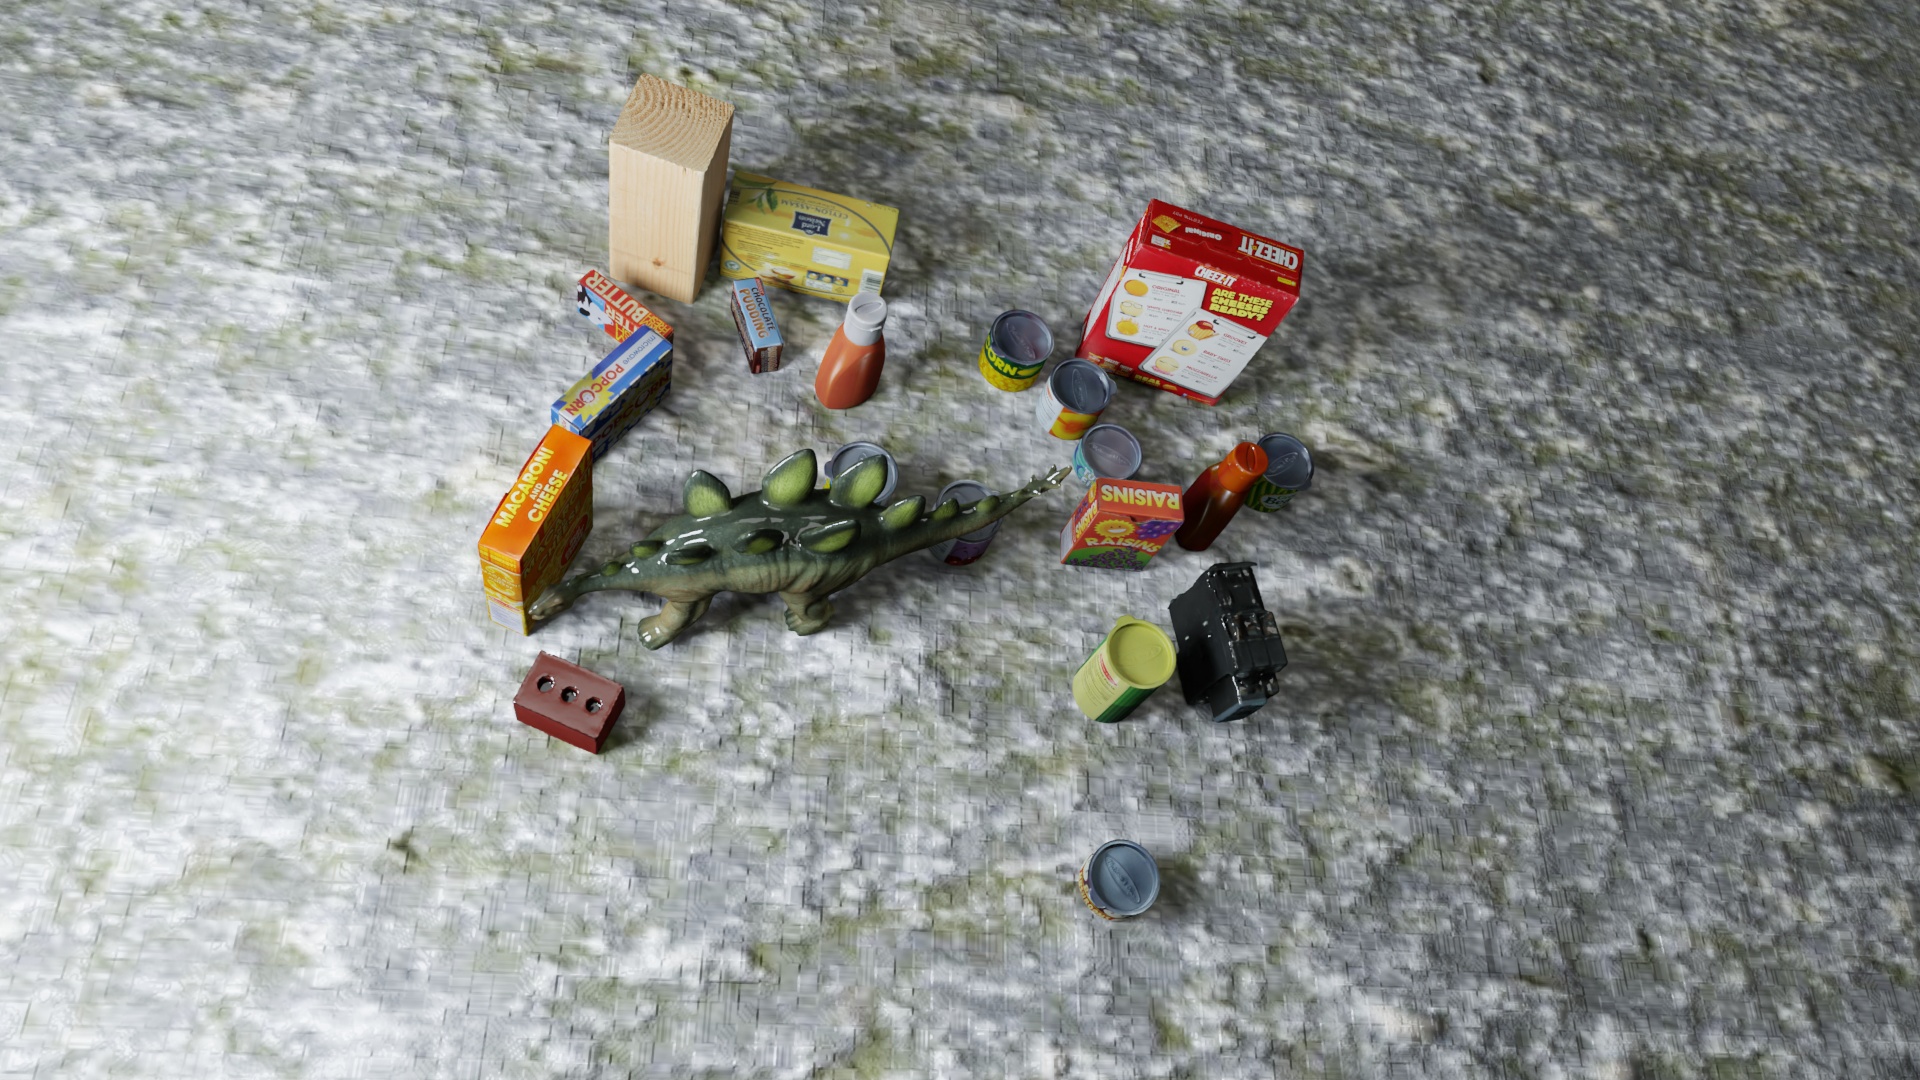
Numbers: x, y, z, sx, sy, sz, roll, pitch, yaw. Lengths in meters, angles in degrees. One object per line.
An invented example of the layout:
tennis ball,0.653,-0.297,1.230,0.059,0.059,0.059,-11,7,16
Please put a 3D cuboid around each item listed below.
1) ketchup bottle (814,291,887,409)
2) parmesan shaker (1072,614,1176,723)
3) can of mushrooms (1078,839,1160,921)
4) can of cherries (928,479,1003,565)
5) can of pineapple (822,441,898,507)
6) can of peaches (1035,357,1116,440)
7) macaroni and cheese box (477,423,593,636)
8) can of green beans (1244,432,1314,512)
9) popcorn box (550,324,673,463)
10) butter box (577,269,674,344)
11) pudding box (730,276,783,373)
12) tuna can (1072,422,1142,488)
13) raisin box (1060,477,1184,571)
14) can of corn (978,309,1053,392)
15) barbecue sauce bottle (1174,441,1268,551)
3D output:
ketchup bottle,-0.100,-0.182,1.335,0.065,0.148,0.043,-23,73,-23
parmesan shaker,0.148,0.119,1.279,0.071,0.102,0.071,6,64,-12
can of mushrooms,0.138,0.302,1.227,0.071,0.033,0.071,6,63,-12
can of cherries,0.005,-0.017,1.333,0.071,0.058,0.072,6,64,-12
can of pineapple,-0.098,-0.053,1.325,0.071,0.057,0.071,6,64,-12
can of peaches,0.118,-0.144,1.425,0.071,0.057,0.071,6,64,-12
macaroni and cheese box,-0.356,-0.006,1.172,0.040,0.165,0.124,24,61,-2
can of green beans,0.325,-0.070,1.443,0.071,0.057,0.071,6,64,-12
popcorn box,-0.322,-0.131,1.289,0.038,0.085,0.127,38,62,5
butter box,-0.324,-0.213,1.346,0.103,0.053,0.024,37,62,5
pudding box,-0.203,-0.214,1.380,0.030,0.049,0.084,-12,69,-20
tuna can,0.149,-0.082,1.417,0.071,0.032,0.071,6,63,-12
raisin box,0.153,-0.013,1.333,0.086,0.122,0.040,7,64,-11
can of corn,0.055,-0.194,1.433,0.071,0.058,0.071,6,64,-12
barbecue sauce bottle,0.254,-0.046,1.362,0.044,0.148,0.065,11,63,-10
